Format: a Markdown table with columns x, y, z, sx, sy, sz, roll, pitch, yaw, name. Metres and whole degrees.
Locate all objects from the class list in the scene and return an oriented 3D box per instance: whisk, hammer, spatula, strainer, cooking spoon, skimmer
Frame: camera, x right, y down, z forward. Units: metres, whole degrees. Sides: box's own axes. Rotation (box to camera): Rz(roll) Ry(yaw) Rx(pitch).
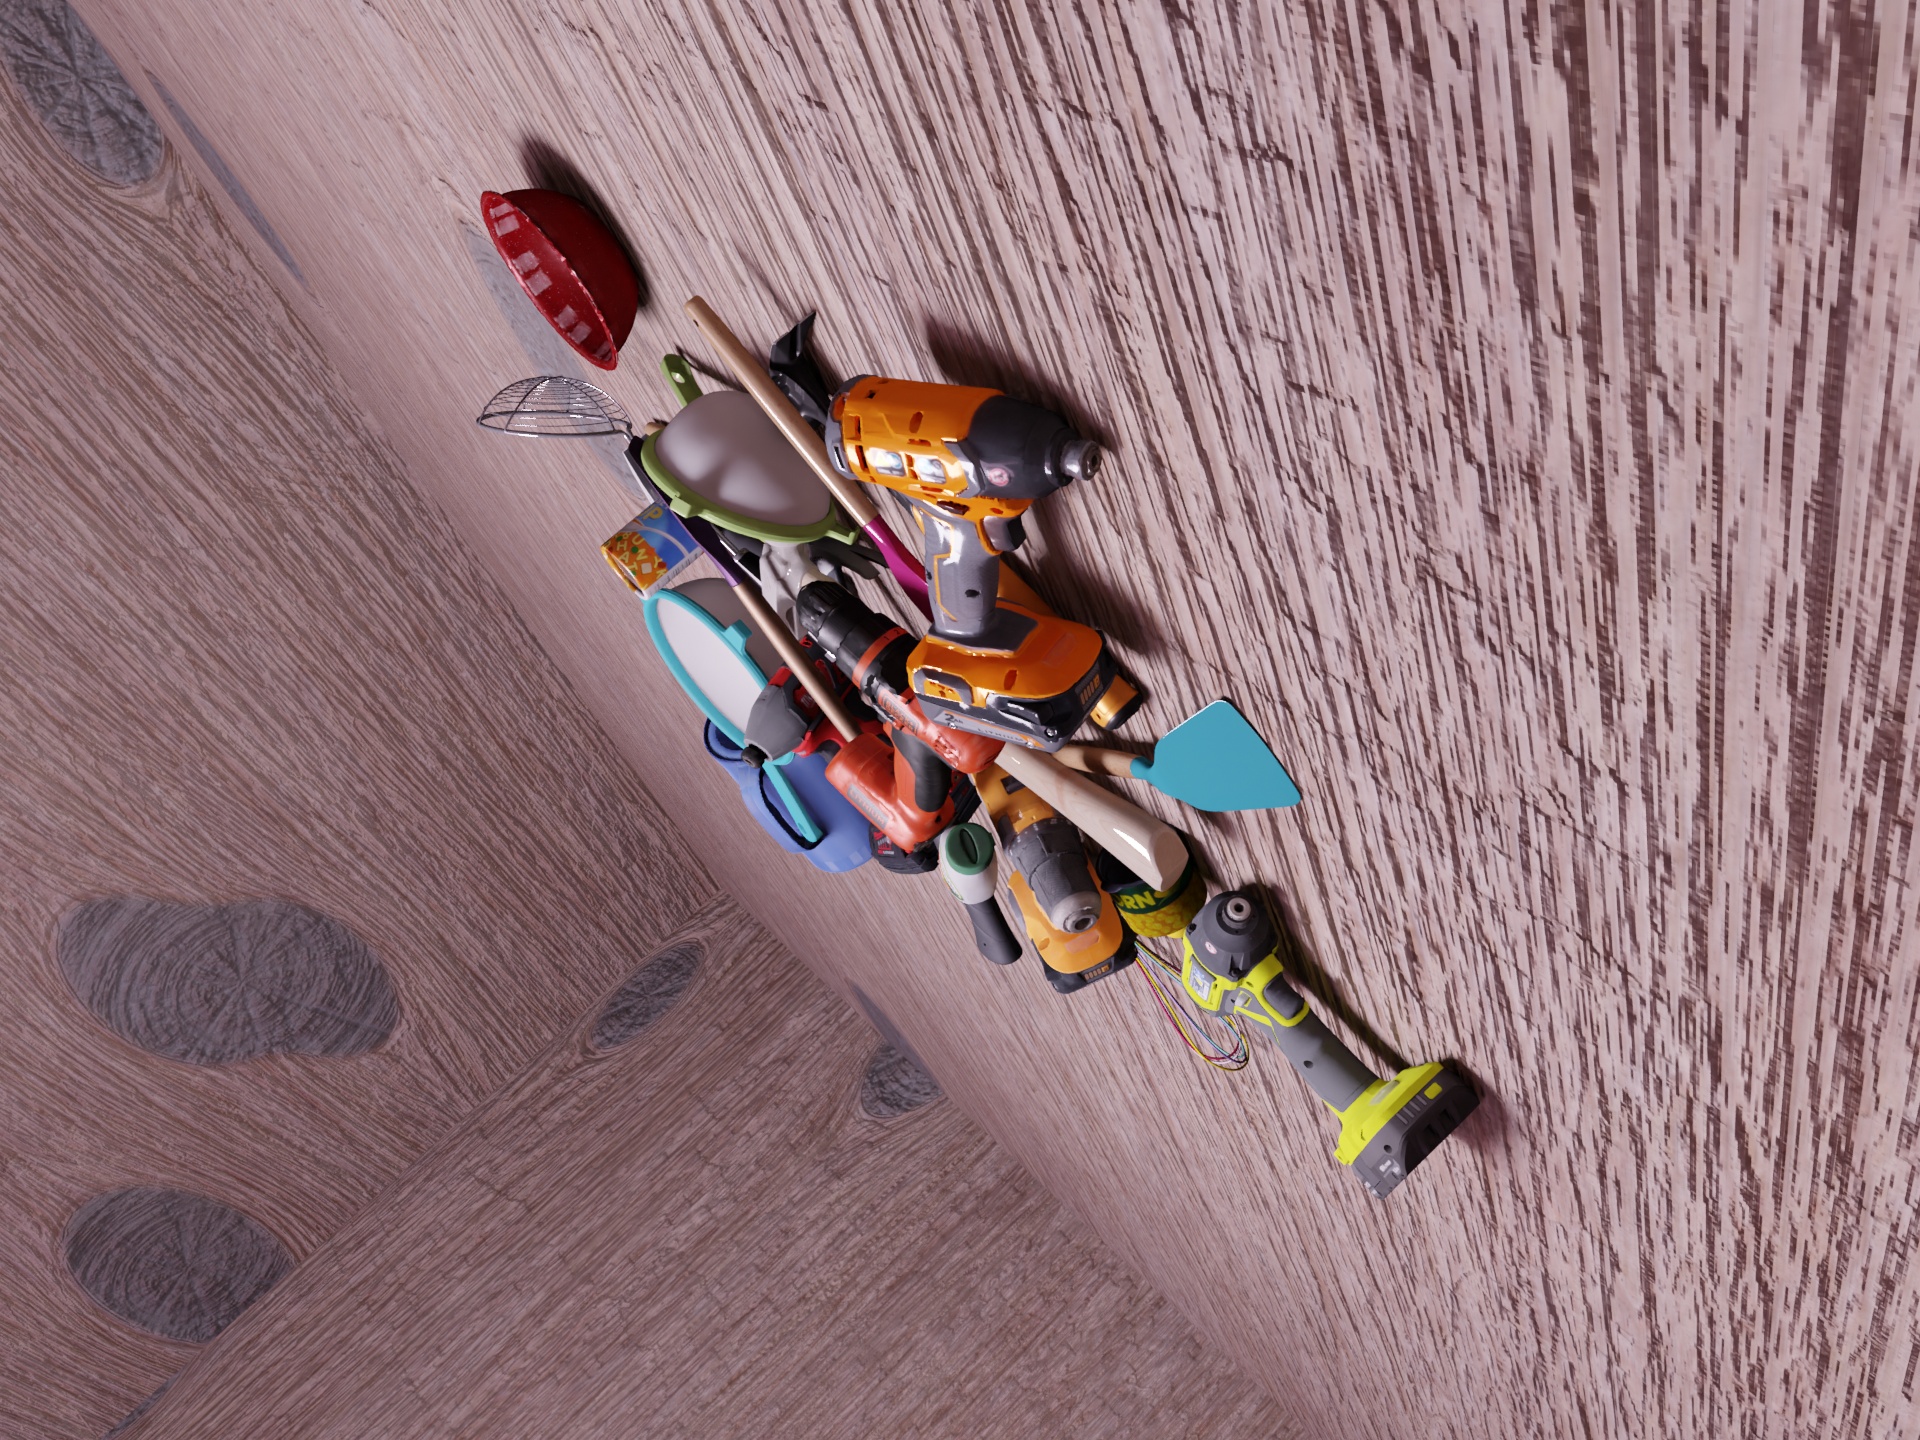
| x | y | z | sx | sy | sz | roll | pitch | yaw | name |
| --- | --- | --- | --- | --- | --- | --- | --- | --- | --- |
| 0.162 | 0.211 | 1.393 | 0.245 | 0.047 | 0.051 | 46 | 166 | 19 | whisk |
| -0.036 | 0.031 | 1.332 | 0.149 | 0.036 | 0.408 | 2 | 122 | 54 | hammer |
| 0.123 | 0.025 | 1.091 | 0.082 | 0.044 | 0.317 | 51 | 169 | -12 | spatula |
| -0.173 | -0.230 | 1.195 | 0.069 | 0.151 | 0.257 | -62 | 41 | 29 | strainer |
| -0.184 | -0.020 | 1.584 | 0.211 | 0.095 | 0.340 | 25 | 149 | 43 | strainer |
| -0.005 | -0.124 | 1.050 | 0.337 | 0.034 | 0.127 | 46 | 165 | 8 | hammer |
| -0.076 | -0.155 | 1.070 | 0.318 | 0.017 | 0.069 | 50 | 166 | -11 | cooking spoon |
| -0.202 | -0.168 | 1.469 | 0.335 | 0.035 | 0.146 | 32 | 159 | 44 | hammer |
| -0.155 | -0.088 | 1.224 | 0.315 | 0.018 | 0.060 | 55 | -166 | -22 | spatula |
| -0.251 | -0.164 | 1.366 | 0.363 | 0.090 | 0.127 | 44 | -161 | -5 | skimmer |
| -0.002 | -0.004 | 1.172 | 0.411 | 0.038 | 0.146 | 38 | 150 | 25 | hammer |

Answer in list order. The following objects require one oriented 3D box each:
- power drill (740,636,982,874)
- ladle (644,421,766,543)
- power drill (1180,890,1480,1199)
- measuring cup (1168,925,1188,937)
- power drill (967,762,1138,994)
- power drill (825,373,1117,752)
| x | y | z | sx | sy | sz | roll | pitch | yaw | name |
| --- | --- | --- | --- | --- | --- | --- | --- | --- | --- |
| -0.092 | 0.035 | 1.426 | 0.219 | 0.143 | 0.078 | 45 | 156 | -23 | power drill |
| -0.215 | -0.214 | 1.361 | 0.078 | 0.062 | 0.320 | 35 | 178 | -37 | ladle |
| 0.248 | 0.220 | 1.124 | 0.223 | 0.080 | 0.171 | 45 | 165 | 22 | power drill |
| 0.190 | 0.186 | 1.276 | 0.156 | 0.029 | 0.062 | 55 | 163 | -18 | measuring cup |
| 0.079 | 0.132 | 1.266 | 0.226 | 0.084 | 0.186 | 67 | 178 | -49 | power drill |
| 0.023 | -0.091 | 0.926 | 0.164 | 0.084 | 0.226 | 14 | 138 | 33 | power drill |
